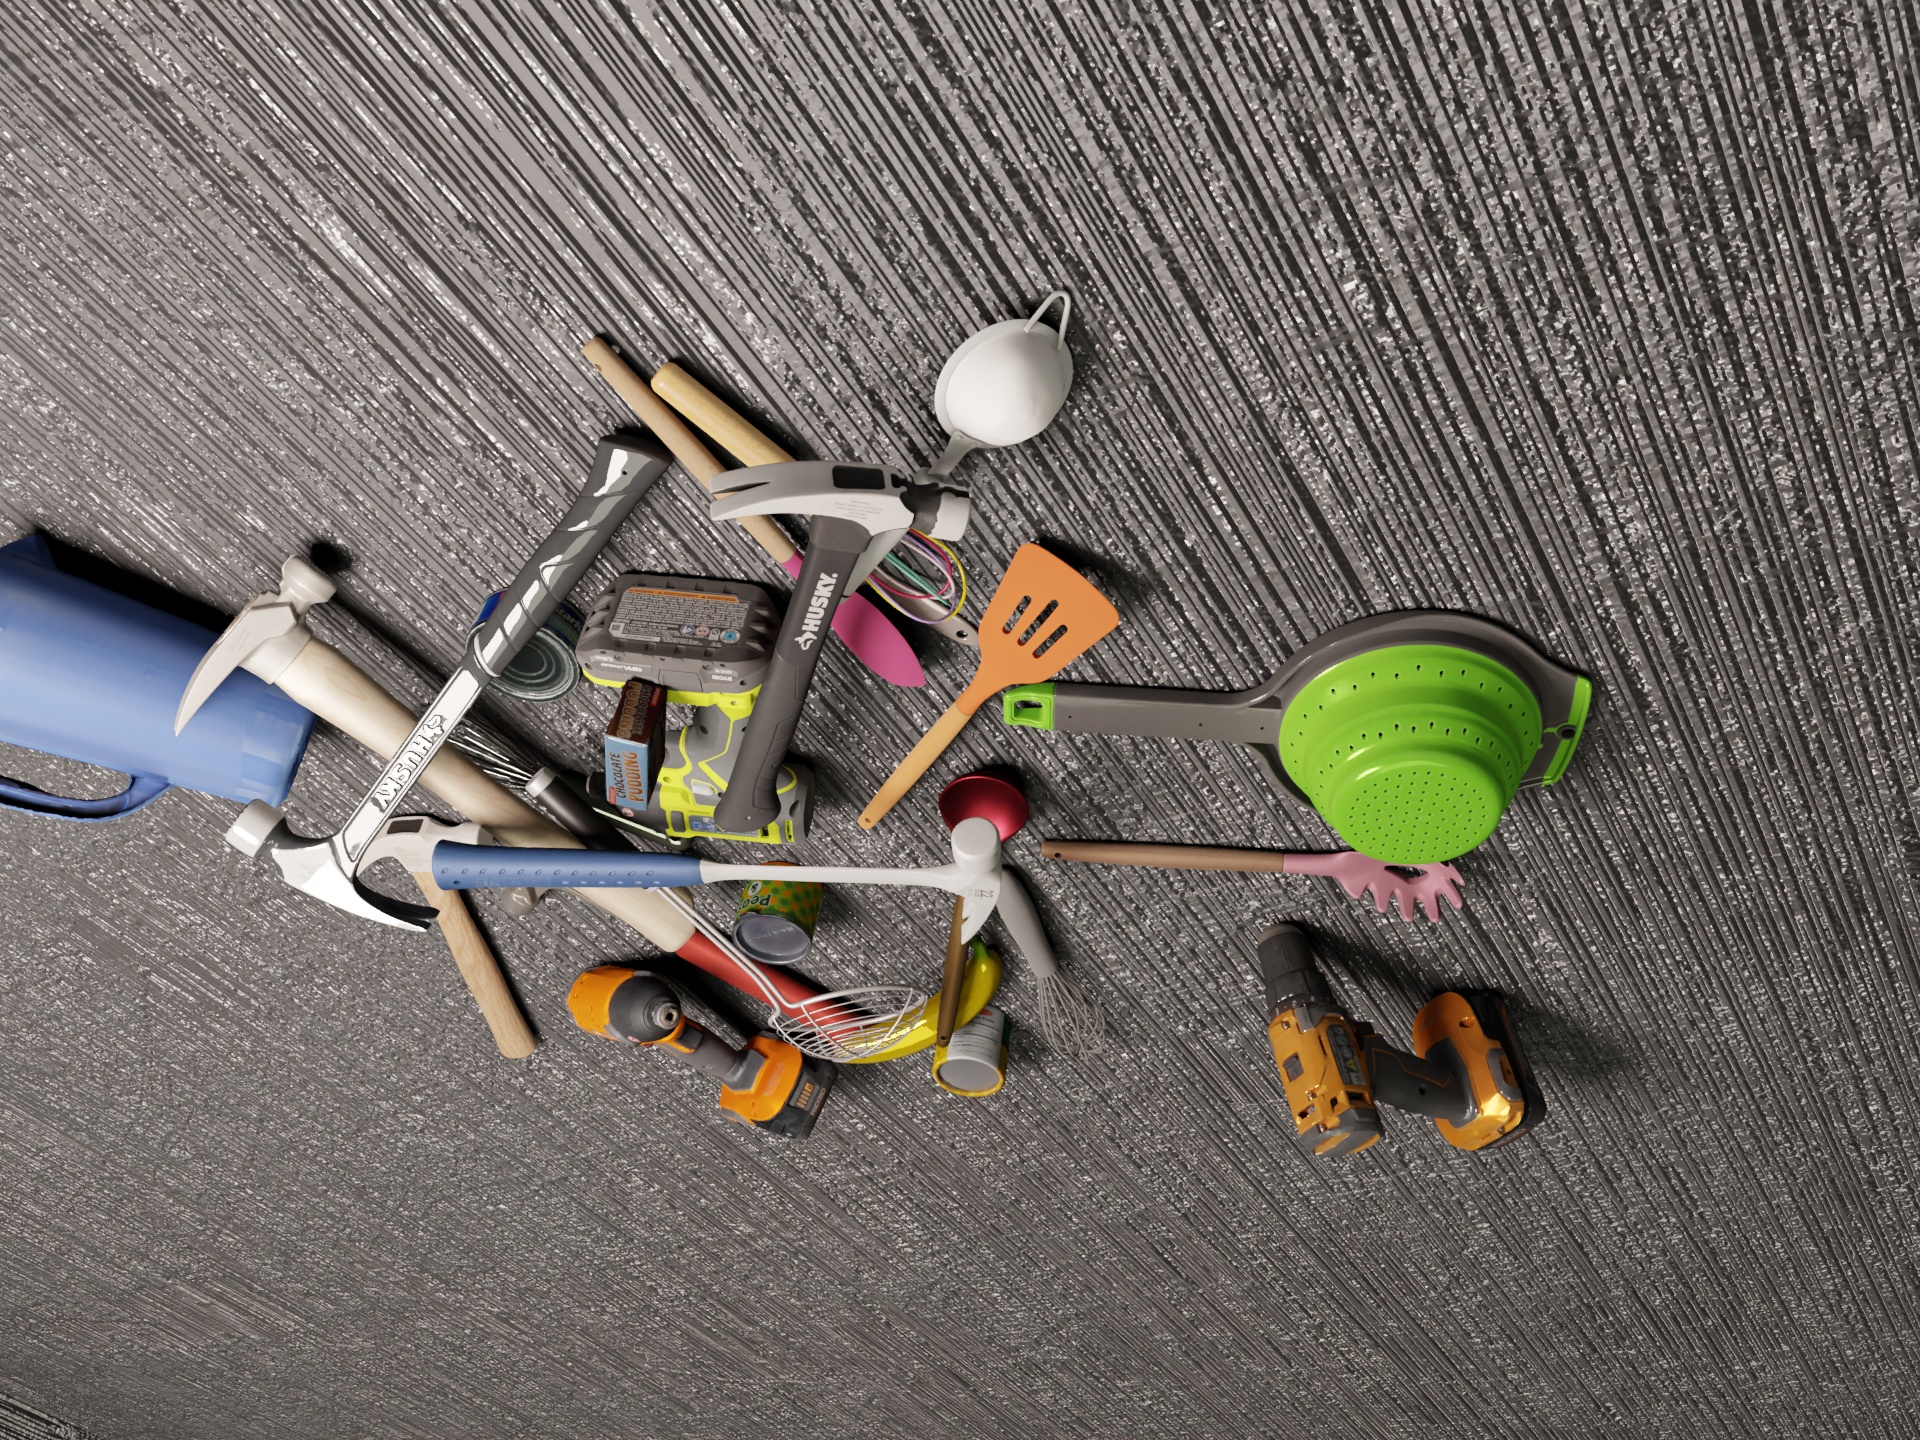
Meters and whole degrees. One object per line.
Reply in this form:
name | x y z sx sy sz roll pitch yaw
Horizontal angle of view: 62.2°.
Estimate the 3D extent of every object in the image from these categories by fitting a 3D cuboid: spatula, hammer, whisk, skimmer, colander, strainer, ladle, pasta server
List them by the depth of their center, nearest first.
strainer | -0.012 -0.146 0.951 0.086 0.050 0.258 17 130 -39
whisk | -0.091 -0.145 1.008 0.244 0.051 0.047 37 109 -21
hammer | -0.113 -0.034 1.013 0.146 0.035 0.334 6 139 -18
hammer | -0.321 -0.025 1.057 0.149 0.036 0.409 37 107 -13
colander | 0.224 0.026 1.084 0.397 0.095 0.204 3 136 6
spatula | -0.002 -0.004 1.131 0.081 0.041 0.322 39 140 -2
hammer | -0.172 0.112 1.140 0.405 0.035 0.144 1 149 4
hammer | -0.365 0.061 1.177 0.410 0.146 0.038 41 172 -28
pasta server | 0.219 0.111 1.214 0.316 0.040 0.060 3 123 8
skimmer | -0.179 0.146 1.238 0.363 0.090 0.127 45 133 -16
whisk | -0.323 0.051 1.242 0.246 0.058 0.059 23 169 -18
ladle | 0.004 0.156 1.274 0.069 0.031 0.315 11 128 2
whisk | 0.071 0.208 1.332 0.055 0.055 0.238 -11 129 19
hammer | -0.210 0.199 1.376 0.358 0.037 0.149 33 131 -22
hammer | -0.442 0.201 1.419 0.130 0.031 0.331 1 136 8

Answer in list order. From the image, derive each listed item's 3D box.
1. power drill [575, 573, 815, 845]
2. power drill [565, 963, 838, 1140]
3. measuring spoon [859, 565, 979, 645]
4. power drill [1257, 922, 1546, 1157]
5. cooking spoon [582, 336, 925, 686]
power drill | -0.198 0.003 1.147 0.171 0.080 0.223 6 139 4
power drill | -0.223 0.288 1.399 0.226 0.084 0.164 35 158 -26
measuring spoon | -0.037 -0.079 1.075 0.124 0.018 0.034 30 132 -21
power drill | 0.340 0.255 1.272 0.226 0.186 0.084 9 140 -28
cooking spoon | -0.129 -0.125 1.033 0.069 0.017 0.318 1 140 52
